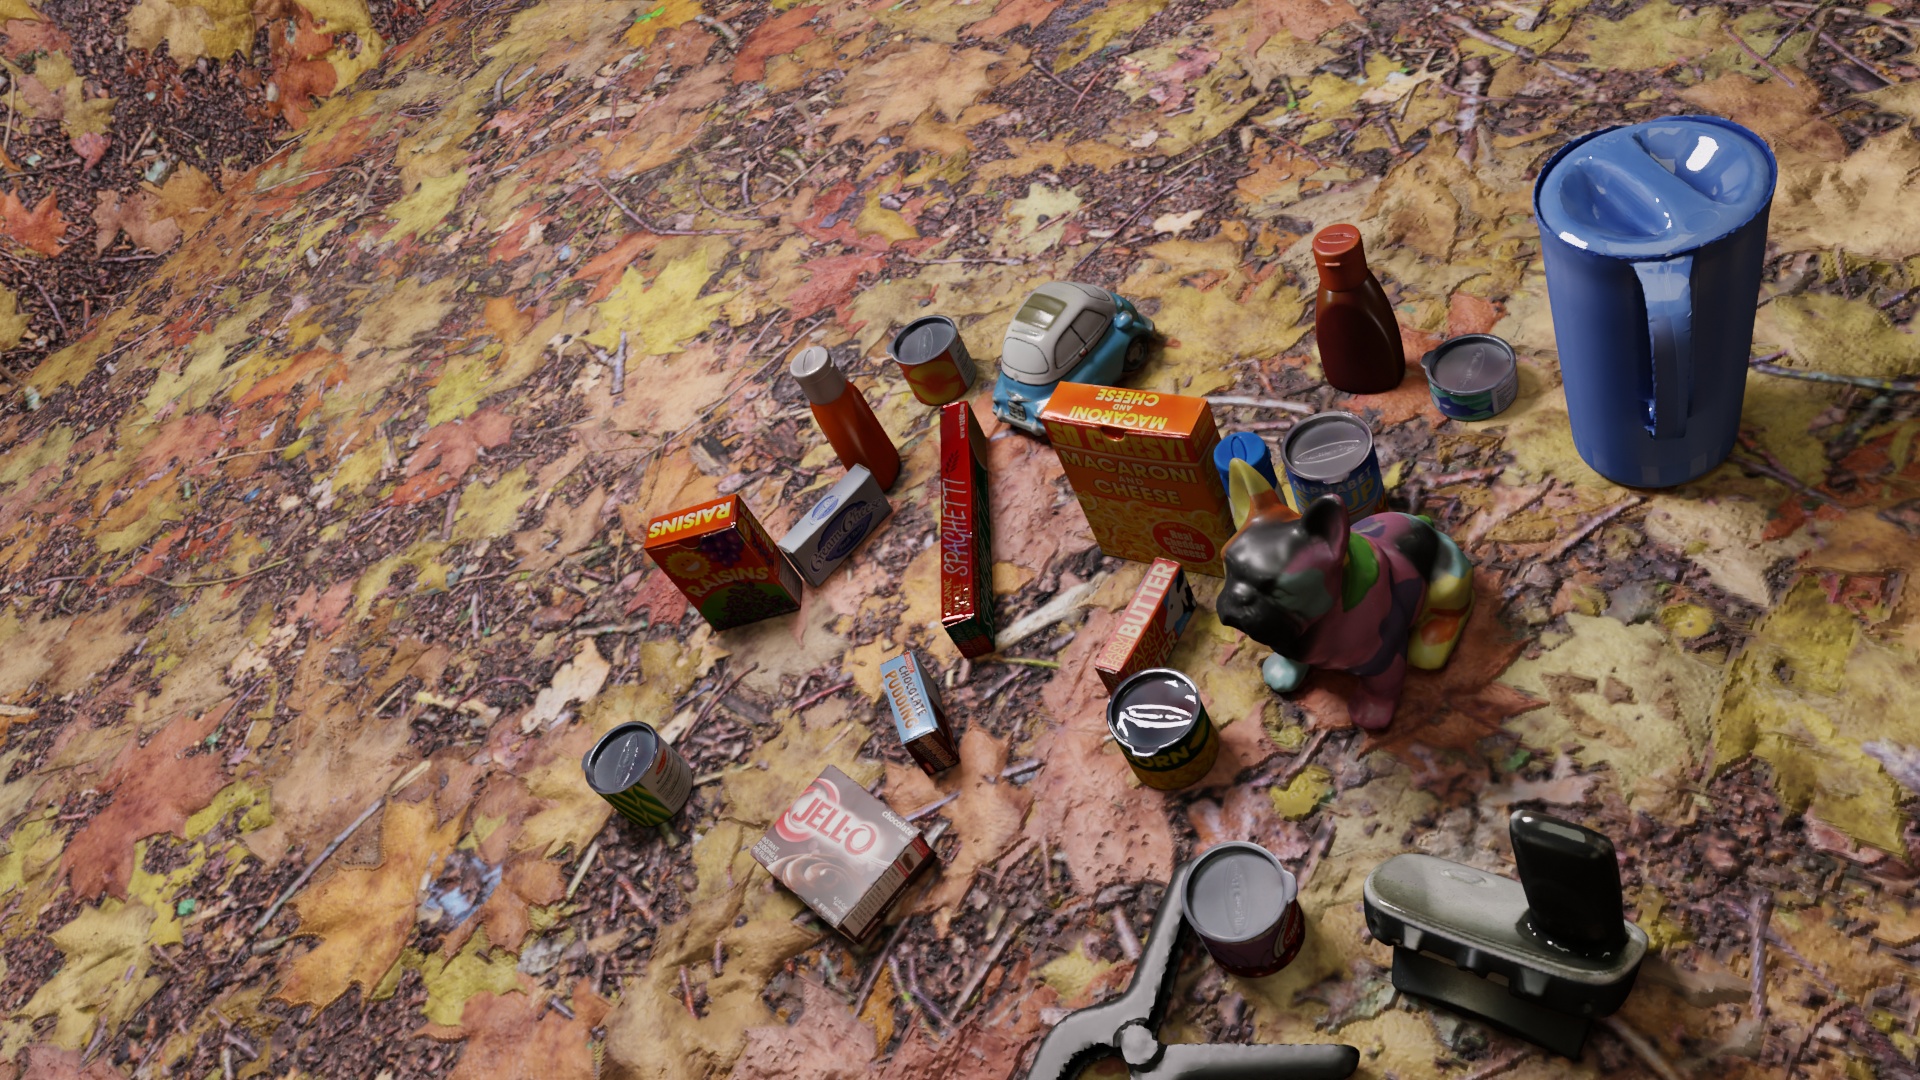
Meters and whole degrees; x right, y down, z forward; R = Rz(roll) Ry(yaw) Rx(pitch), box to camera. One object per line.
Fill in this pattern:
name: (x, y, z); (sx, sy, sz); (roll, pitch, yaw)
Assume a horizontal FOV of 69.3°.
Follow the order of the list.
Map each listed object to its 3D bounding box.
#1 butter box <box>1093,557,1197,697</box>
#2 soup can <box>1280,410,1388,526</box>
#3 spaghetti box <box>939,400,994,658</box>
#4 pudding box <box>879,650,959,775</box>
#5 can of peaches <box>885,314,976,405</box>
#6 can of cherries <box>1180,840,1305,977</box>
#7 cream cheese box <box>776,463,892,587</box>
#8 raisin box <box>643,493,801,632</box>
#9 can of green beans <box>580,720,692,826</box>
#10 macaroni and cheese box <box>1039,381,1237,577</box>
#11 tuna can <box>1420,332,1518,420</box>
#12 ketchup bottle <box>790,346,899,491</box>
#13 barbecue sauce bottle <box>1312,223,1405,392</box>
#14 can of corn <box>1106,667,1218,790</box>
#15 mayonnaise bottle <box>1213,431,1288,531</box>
butter box: (0.138, 0.069, 1.026); (0.024, 0.053, 0.104); (14, 60, 36)
soup can: (0.279, -0.042, 1.030); (0.071, 0.083, 0.072); (-14, 47, 16)
spaghetti box: (0.004, -0.015, 1.170); (0.028, 0.050, 0.251); (-15, 46, 15)
pudding box: (-0.031, 0.131, 1.060); (0.030, 0.049, 0.084); (-26, 45, 5)
can of peaches: (-0.027, -0.170, 1.317); (0.071, 0.058, 0.071); (-14, 47, 16)
can of cherries: (0.178, 0.229, 0.861); (0.071, 0.058, 0.072); (-14, 47, 16)
cream cheese box: (-0.109, -0.013, 1.224); (0.024, 0.053, 0.104); (29, 68, 41)
raisin box: (-0.202, 0.021, 1.191); (0.086, 0.123, 0.040); (-15, 47, 15)
can of green beans: (-0.258, 0.188, 1.119); (0.071, 0.057, 0.071); (-14, 47, 16)
macaroni and cheese box: (0.143, -0.043, 1.041); (0.124, 0.165, 0.040); (11, 58, 34)
tuna can: (0.396, -0.127, 1.082); (0.071, 0.032, 0.071); (-14, 47, 16)
ketchup bottle: (-0.102, -0.109, 1.237); (0.043, 0.148, 0.065); (-14, 47, 16)
barbecue sauce bottle: (0.308, -0.181, 1.092); (0.065, 0.148, 0.044); (5, 55, 31)
can of corn: (0.140, 0.134, 0.964); (0.071, 0.058, 0.071); (-14, 47, 16)
mayonnaise bottle: (0.215, -0.016, 0.994); (0.041, 0.147, 0.065); (-16, 46, 14)
